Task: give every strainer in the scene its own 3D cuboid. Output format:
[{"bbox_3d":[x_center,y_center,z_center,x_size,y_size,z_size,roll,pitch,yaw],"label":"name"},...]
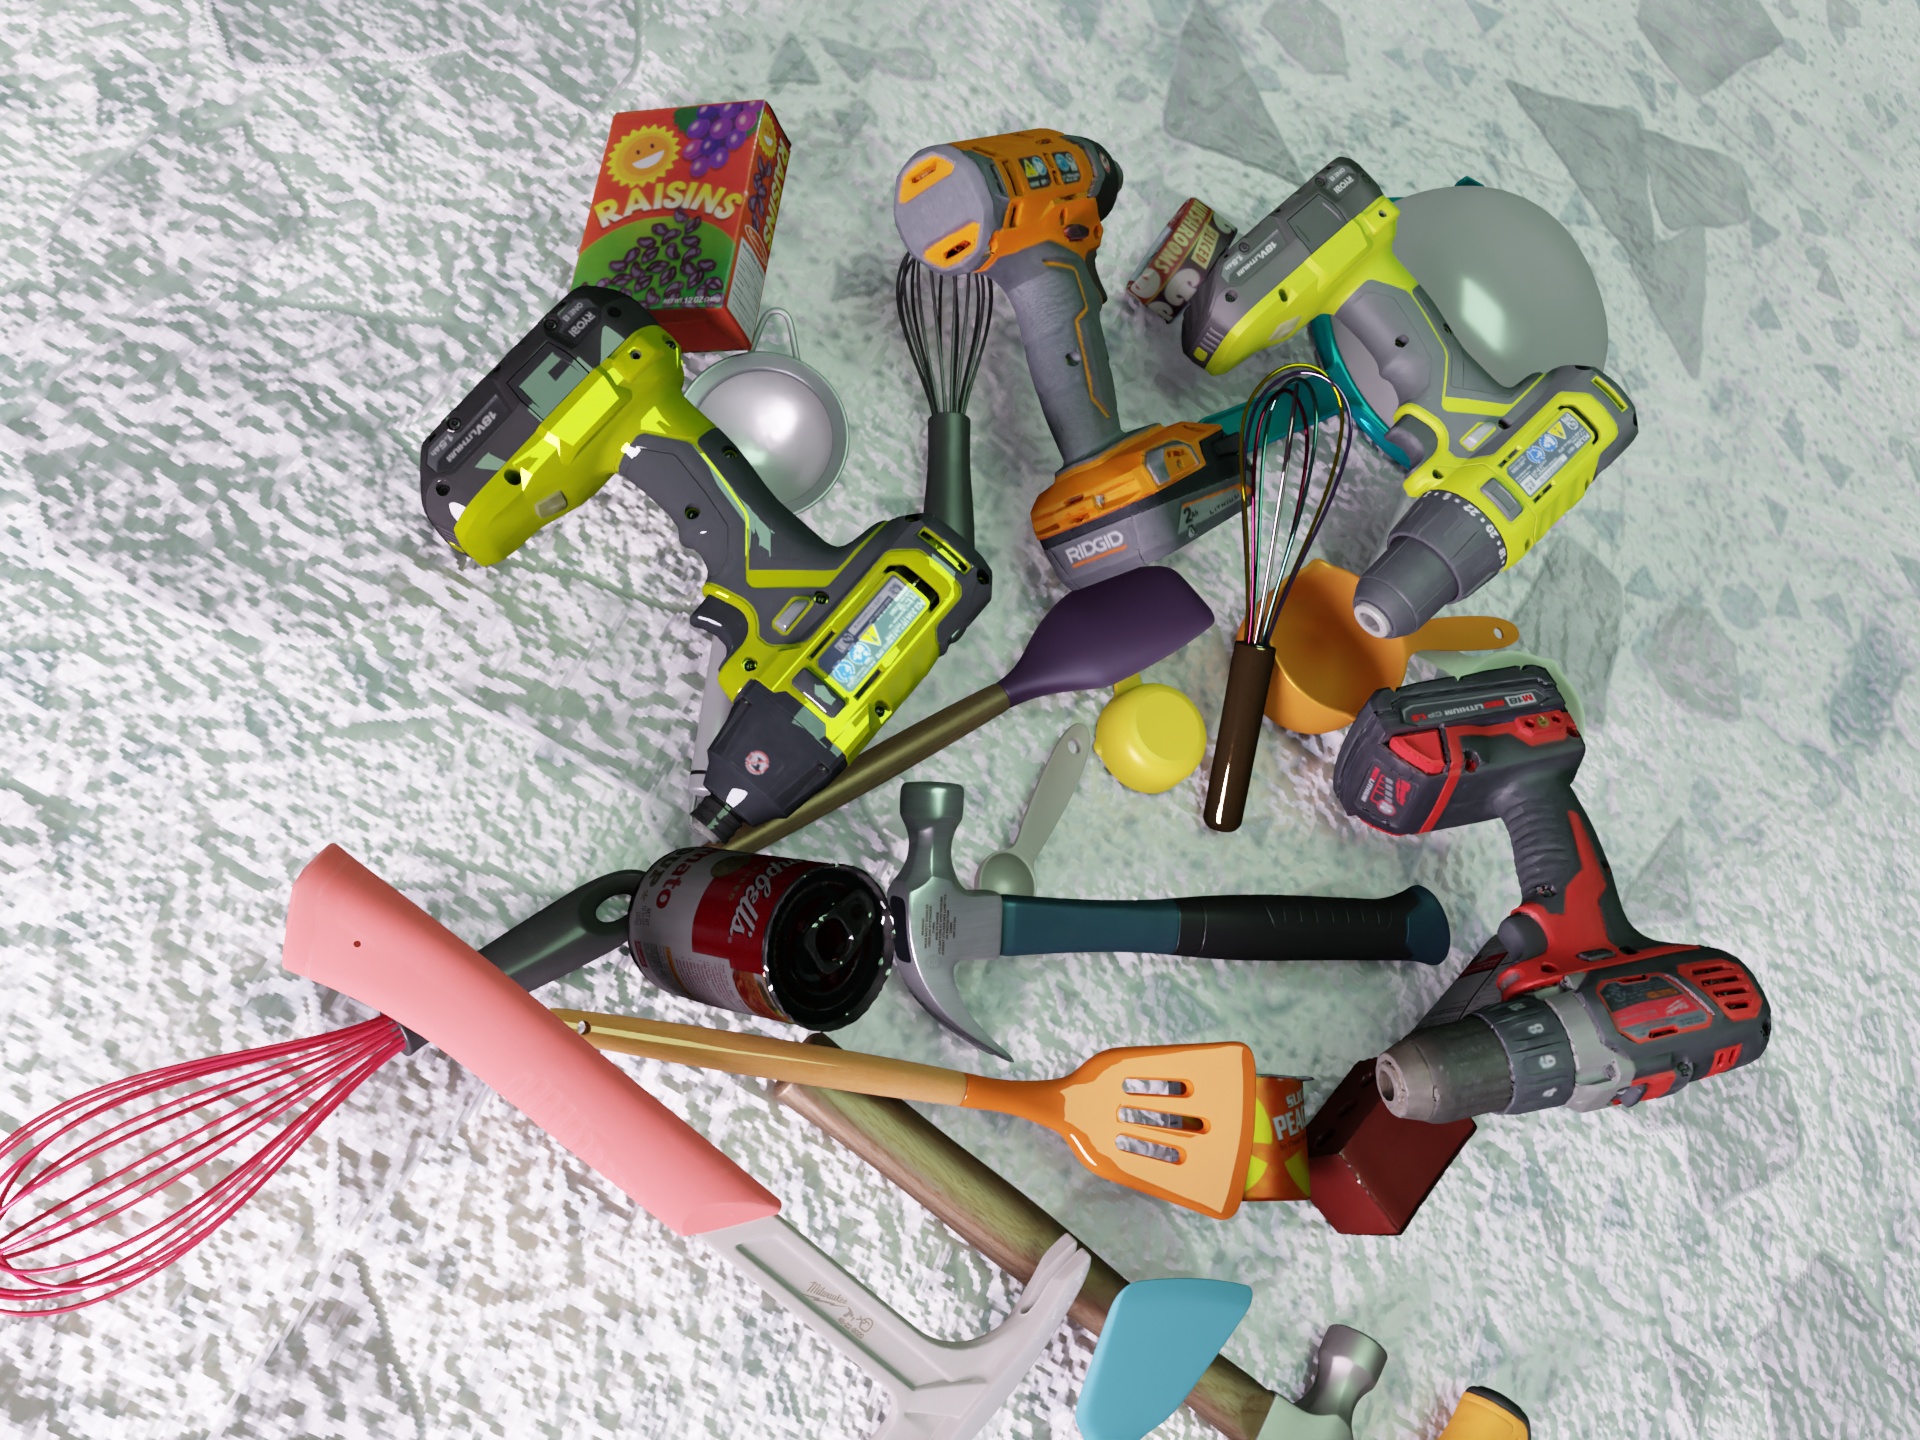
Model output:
[{"bbox_3d":[0.281,-0.231,0.961,0.340,0.095,0.211,-26,86,-30],"label":"strainer"},{"bbox_3d":[-0.106,-0.071,0.765,0.087,0.050,0.258,7,75,-1],"label":"strainer"}]

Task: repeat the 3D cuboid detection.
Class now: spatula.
[{"bbox_3d":[-0.018,0.157,0.694,0.322,0.041,0.081,14,76,-21],"label":"spatula"},{"bbox_3d":[-0.001,-0.003,0.791,0.316,0.018,0.060,-30,69,-25],"label":"spatula"},{"bbox_3d":[0.062,0.392,0.662,0.082,0.044,0.318,18,76,-37],"label":"spatula"}]

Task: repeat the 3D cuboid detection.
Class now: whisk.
[{"bbox_3d":[0.153,-0.061,0.824,0.047,0.051,0.245,1,104,-34],"label":"whisk"},{"bbox_3d":[-0.241,0.132,0.628,0.296,0.073,0.073,-29,87,-35],"label":"whisk"},{"bbox_3d":[-0.009,-0.155,0.836,0.055,0.055,0.239,5,76,-23],"label":"whisk"}]

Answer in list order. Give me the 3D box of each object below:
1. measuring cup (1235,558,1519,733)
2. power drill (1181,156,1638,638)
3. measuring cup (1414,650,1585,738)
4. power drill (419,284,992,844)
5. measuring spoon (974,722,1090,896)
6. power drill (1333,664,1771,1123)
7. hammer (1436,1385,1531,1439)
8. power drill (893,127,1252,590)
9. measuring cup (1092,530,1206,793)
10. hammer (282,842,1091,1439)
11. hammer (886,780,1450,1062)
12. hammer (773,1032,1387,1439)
[{"bbox_3d":[0.234,-0.039,0.898,0.173,0.052,0.095,-4,72,-24],"label":"measuring cup"},{"bbox_3d":[0.231,-0.173,0.871,0.190,0.080,0.228,-42,86,-13],"label":"power drill"},{"bbox_3d":[0.284,-0.025,0.936,0.167,0.038,0.083,35,66,9],"label":"measuring cup"},{"bbox_3d":[-0.121,-0.068,0.707,0.223,0.080,0.171,40,78,1],"label":"power drill"},{"bbox_3d":[0.037,0.049,0.807,0.034,0.018,0.124,42,54,-18],"label":"measuring spoon"},{"bbox_3d":[0.263,0.089,0.788,0.188,0.080,0.227,-10,53,-12],"label":"power drill"},{"bbox_3d":[0.152,0.402,0.702,0.337,0.034,0.127,-18,103,-38],"label":"hammer"},{"bbox_3d":[0.069,-0.199,0.832,0.164,0.084,0.226,-33,101,-47],"label":"power drill"},{"bbox_3d":[0.092,-0.039,0.849,0.062,0.029,0.157,-6,75,-26],"label":"measuring cup"},{"bbox_3d":[-0.113,0.169,0.635,0.359,0.037,0.149,44,80,-15],"label":"hammer"},{"bbox_3d":[0.116,0.102,0.799,0.330,0.033,0.128,4,89,-27],"label":"hammer"},{"bbox_3d":[0.050,0.258,0.732,0.331,0.031,0.130,39,61,-8],"label":"hammer"}]
